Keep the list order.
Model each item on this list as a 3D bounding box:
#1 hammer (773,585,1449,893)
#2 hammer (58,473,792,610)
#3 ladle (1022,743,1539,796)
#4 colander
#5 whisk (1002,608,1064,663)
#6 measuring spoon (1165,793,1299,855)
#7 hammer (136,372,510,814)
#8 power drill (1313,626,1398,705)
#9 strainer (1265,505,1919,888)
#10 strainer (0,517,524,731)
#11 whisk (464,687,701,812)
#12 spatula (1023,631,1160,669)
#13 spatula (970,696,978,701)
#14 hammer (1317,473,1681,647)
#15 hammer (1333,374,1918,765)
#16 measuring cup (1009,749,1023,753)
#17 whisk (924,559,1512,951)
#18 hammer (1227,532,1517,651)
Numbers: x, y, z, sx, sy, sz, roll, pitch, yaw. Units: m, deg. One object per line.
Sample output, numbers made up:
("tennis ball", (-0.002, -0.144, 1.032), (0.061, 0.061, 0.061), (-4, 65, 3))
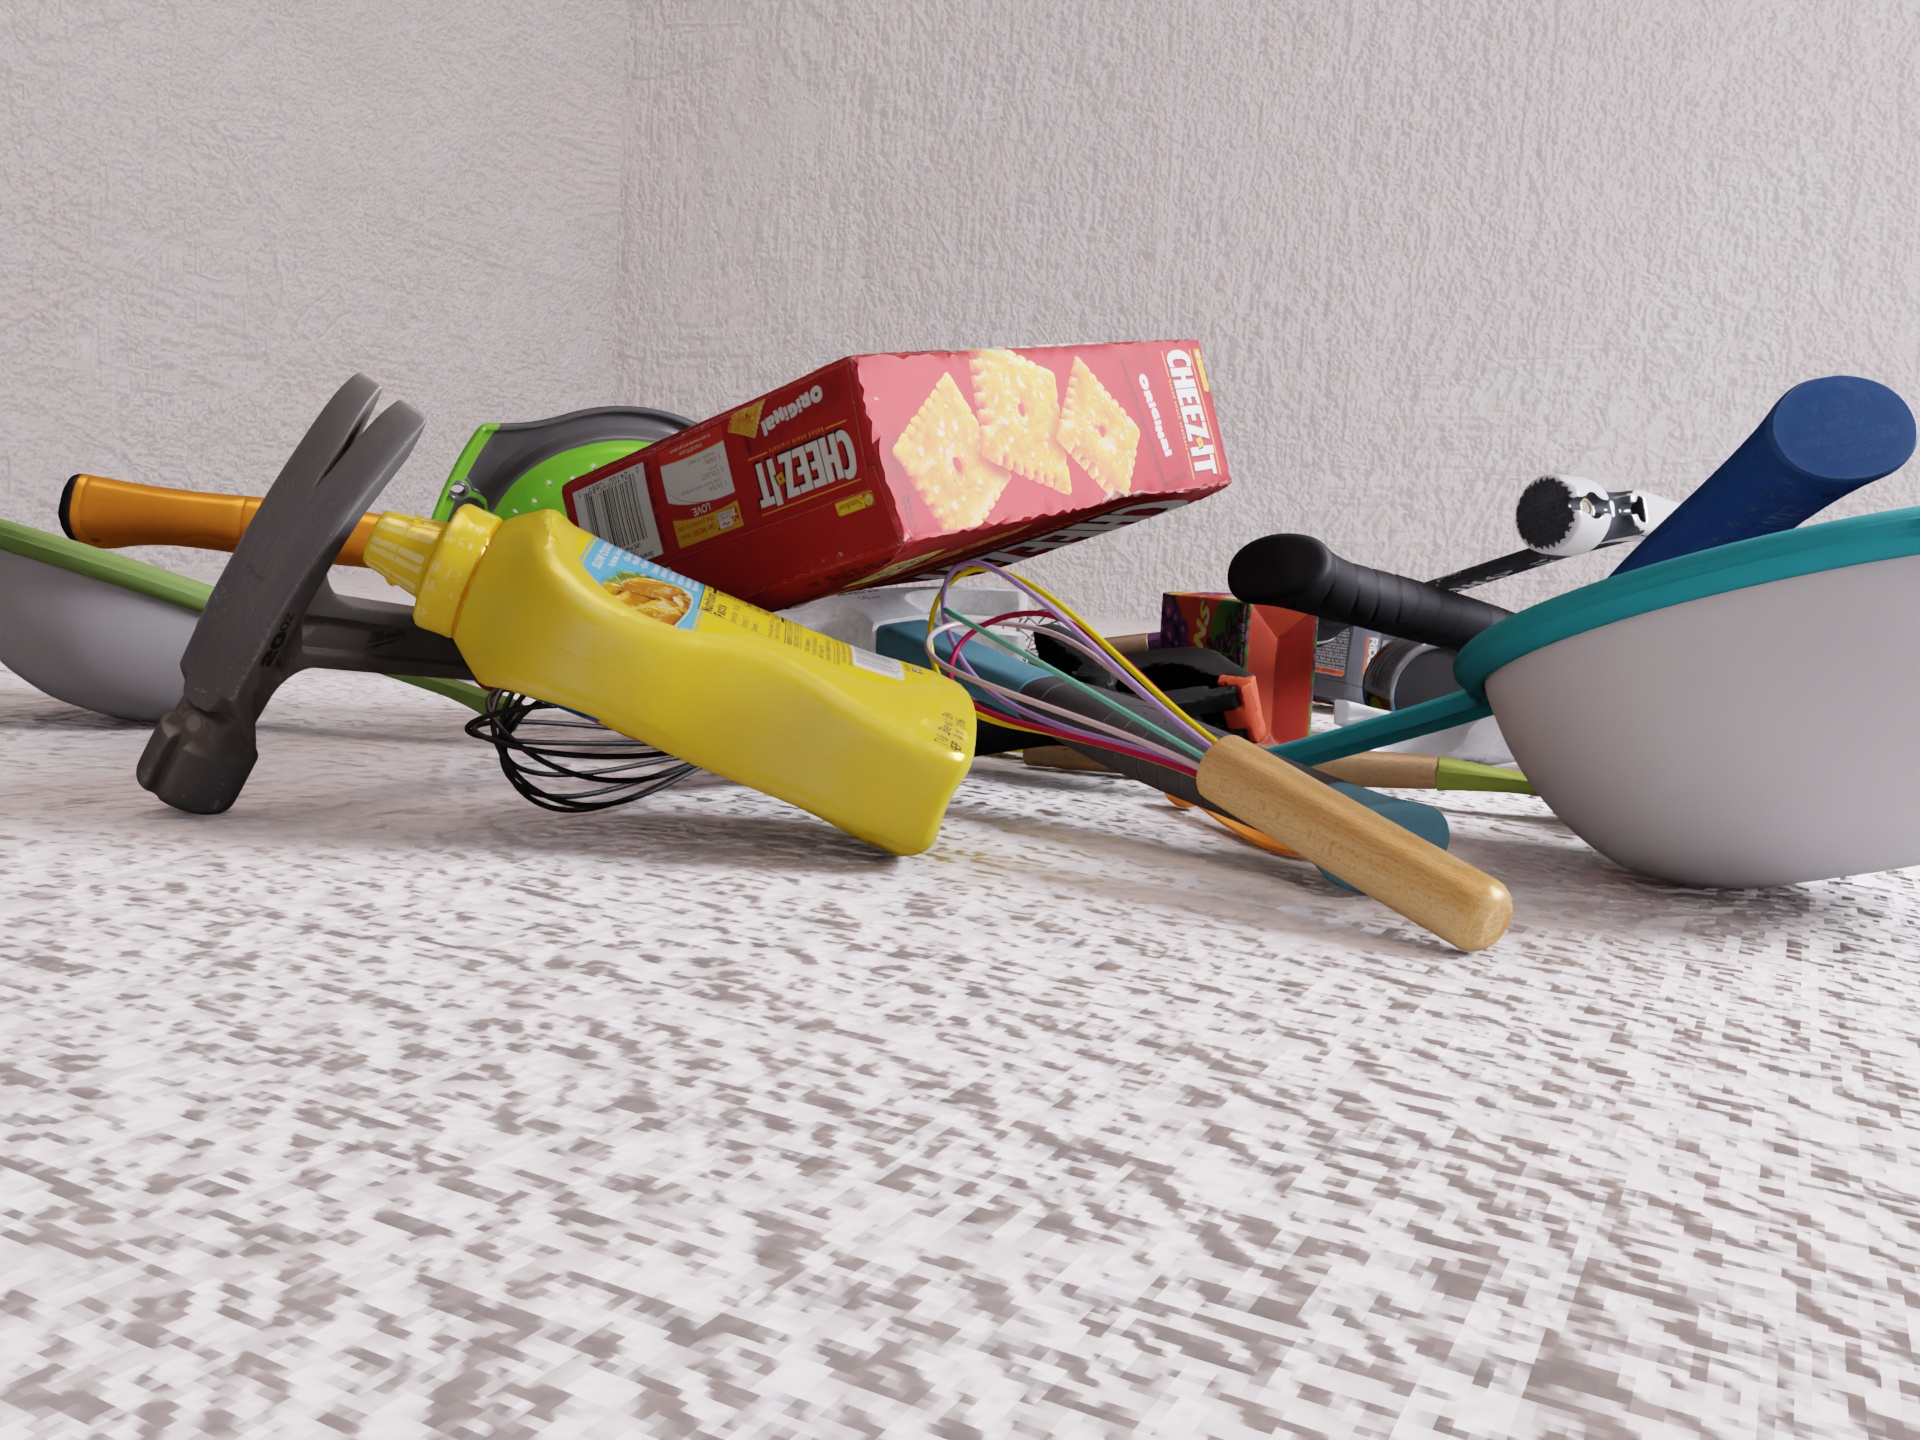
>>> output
("hammer", (0.040, -0.004, 0.611), (0.128, 0.033, 0.331), (-11, 22, -34))
("hammer", (-0.246, -0.081, 0.754), (0.336, 0.034, 0.127), (6, -12, -10))
("ladle", (0.182, 0.009, 0.699), (0.320, 0.062, 0.078), (2, -8, 19))
("colander", (-0.145, -0.067, 1.051), (0.396, 0.204, 0.095), (18, 33, -30))
("whisk", (0.072, -0.015, 0.898), (0.070, 0.070, 0.285), (1, 11, -18))
("measuring spoon", (0.106, 0.038, 0.601), (0.021, 0.011, 0.117), (-21, 14, -11))
("hammer", (-0.173, -0.035, 0.661), (0.037, 0.149, 0.359), (34, 7, 13))
("power drill", (0.366, -0.042, 1.185), (0.226, 0.084, 0.164), (5, 5, -21))
("strainer", (0.232, 0.019, 0.559), (0.211, 0.095, 0.340), (3, -16, -44))
("strainer", (-0.328, -0.020, 0.718), (0.256, 0.069, 0.151), (19, -6, 0))
("whisk", (-0.090, 0.006, 0.616), (0.055, 0.055, 0.238), (7, 2, 33))
("spatula", (0.100, -0.048, 1.051), (0.316, 0.018, 0.059), (-8, -16, 22))
("spatula", (0.012, -0.015, 0.885), (0.082, 0.044, 0.318), (17, -1, -33))
("hammer", (0.218, -0.058, 0.902), (0.149, 0.036, 0.409), (0, -11, -34))
("hammer", (0.259, -0.035, 0.658), (0.144, 0.035, 0.405), (1, -14, 3))
("measuring cup", (-0.001, -0.003, 0.819), (0.062, 0.029, 0.157), (-1, 6, -38))
("whisk", (0.066, 0.009, 0.503), (0.245, 0.047, 0.051), (33, -8, 43))
("hammer", (0.267, -0.039, 0.782), (0.334, 0.035, 0.146), (10, -16, -30))
